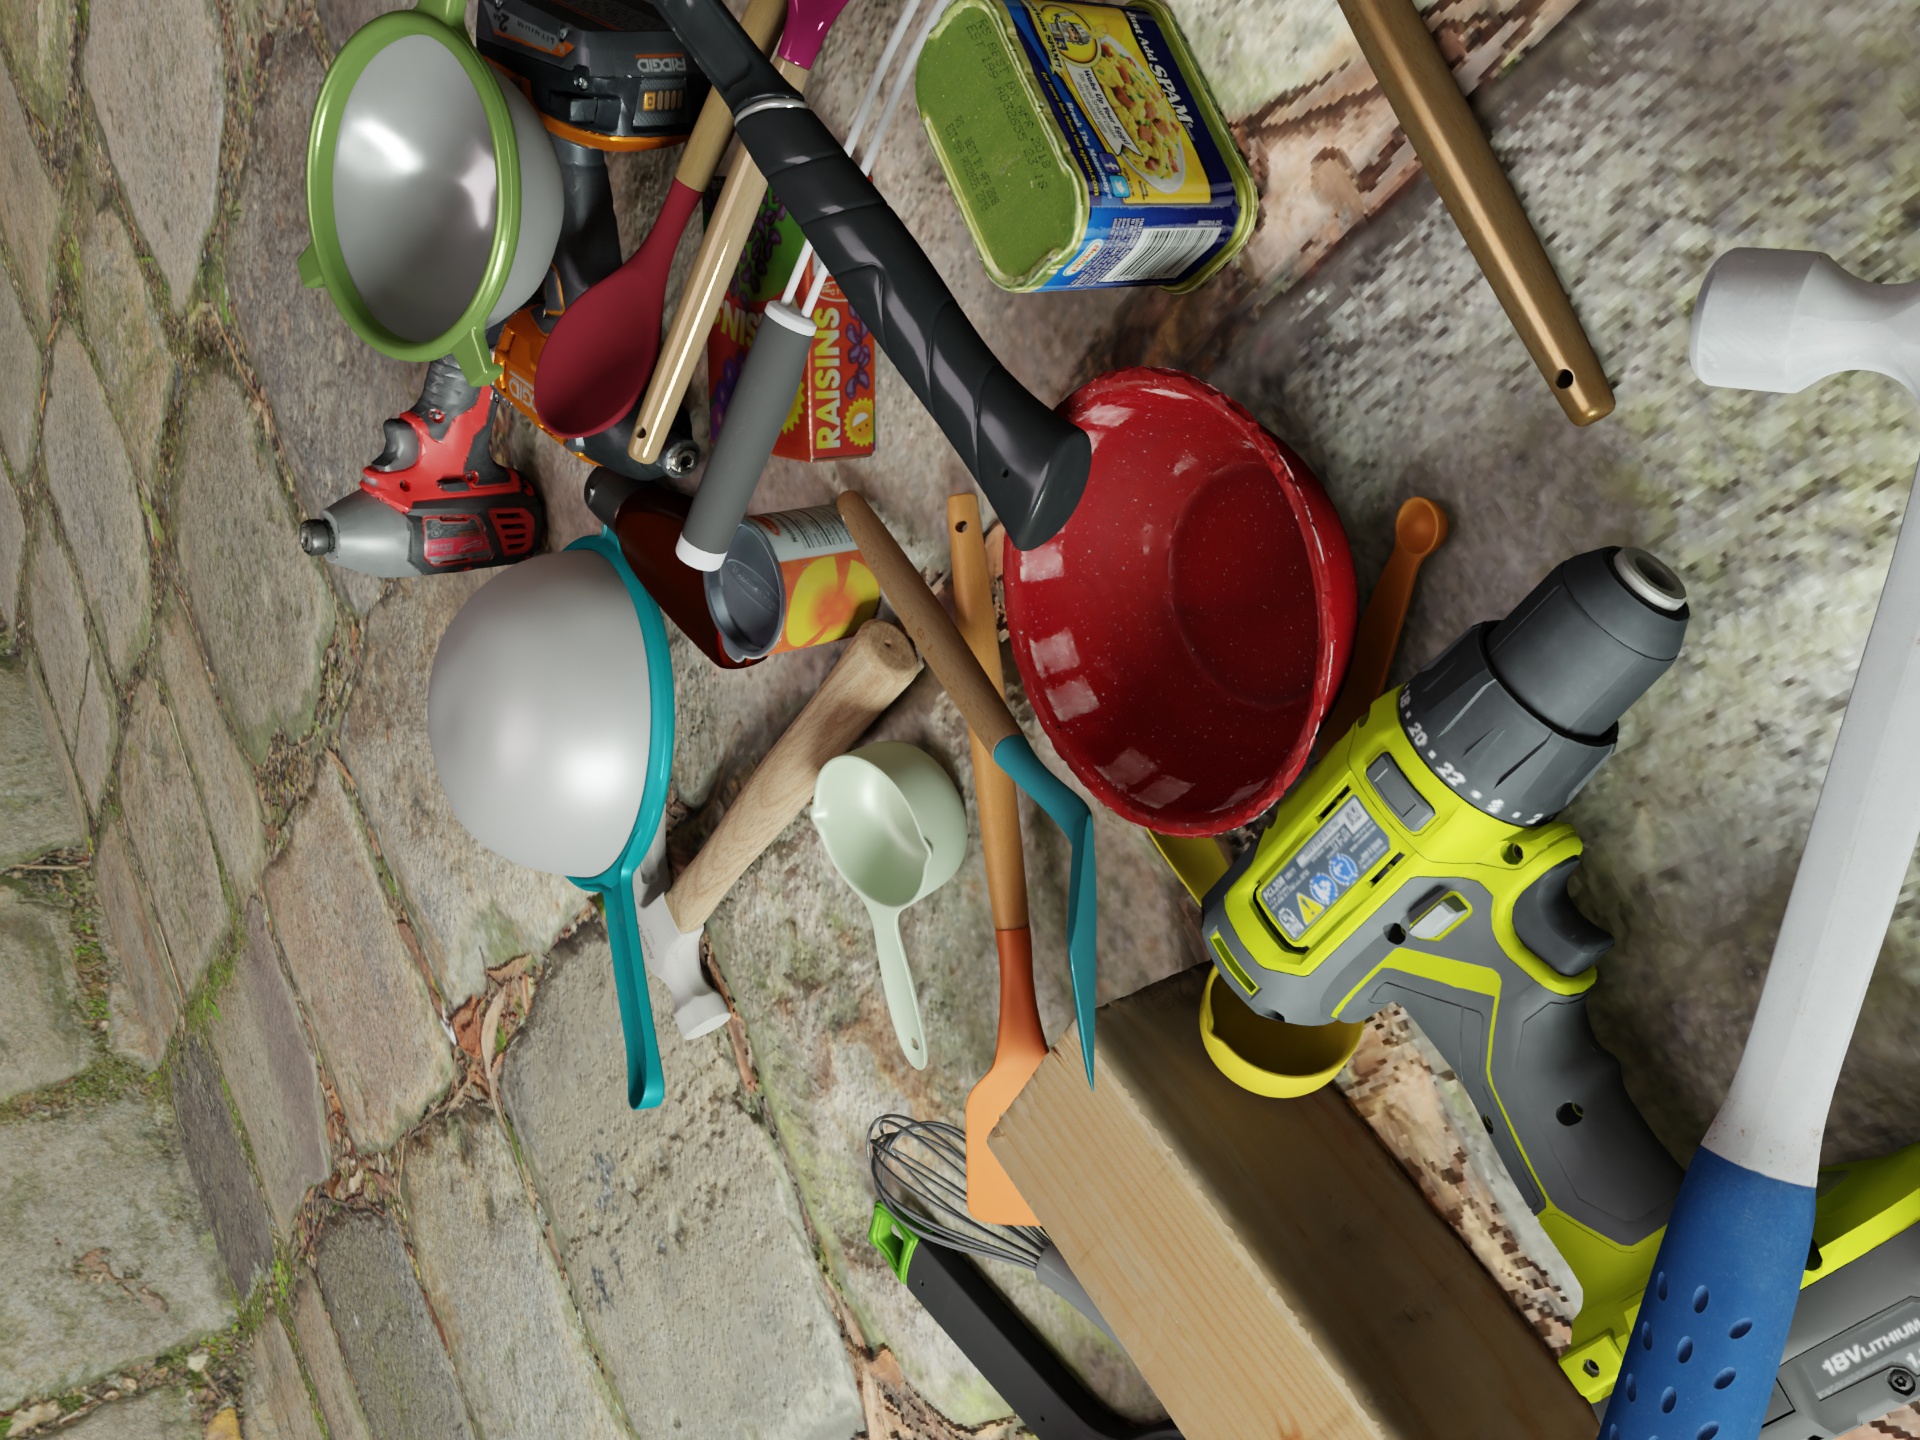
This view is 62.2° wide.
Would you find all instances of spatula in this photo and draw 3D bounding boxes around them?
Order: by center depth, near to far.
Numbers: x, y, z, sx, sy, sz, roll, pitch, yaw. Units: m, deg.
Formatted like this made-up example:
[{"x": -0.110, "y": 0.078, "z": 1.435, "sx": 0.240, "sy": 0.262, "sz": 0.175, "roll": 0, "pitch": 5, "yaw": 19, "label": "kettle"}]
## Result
[{"x": -0.001, "y": -0.002, "z": 0.629, "sx": 0.082, "sy": 0.044, "sz": 0.318, "roll": 78, "pitch": 166, "yaw": -45, "label": "spatula"}, {"x": 0.021, "y": 0.064, "z": 0.686, "sx": 0.081, "sy": 0.041, "sz": 0.322, "roll": -7, "pitch": 89, "yaw": 15, "label": "spatula"}]

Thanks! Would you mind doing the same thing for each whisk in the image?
[{"x": 0.041, "y": 0.246, "z": 0.716, "sx": 0.239, "sy": 0.055, "sz": 0.055, "roll": 25, "pitch": 120, "yaw": 39, "label": "whisk"}]

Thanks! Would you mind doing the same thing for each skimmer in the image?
[{"x": -0.061, "y": -0.212, "z": 0.617, "sx": 0.127, "sy": 0.090, "sz": 0.363, "roll": 35, "pitch": 117, "yaw": 16, "label": "skimmer"}]

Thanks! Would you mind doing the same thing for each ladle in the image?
[{"x": -0.109, "y": -0.259, "z": 0.695, "sx": 0.069, "sy": 0.031, "sz": 0.315, "roll": 45, "pitch": 117, "yaw": 26, "label": "ladle"}]

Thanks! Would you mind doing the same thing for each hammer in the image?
[{"x": 0.198, "y": 0.098, "z": 0.376, "sx": 0.144, "sy": 0.035, "sz": 0.405, "roll": 20, "pitch": 101, "yaw": 41, "label": "hammer"}, {"x": -0.083, "y": -0.231, "z": 0.578, "sx": 0.149, "sy": 0.036, "sz": 0.409, "roll": -42, "pitch": 78, "yaw": 36, "label": "hammer"}, {"x": -0.109, "y": 0.049, "z": 0.846, "sx": 0.130, "sy": 0.031, "sz": 0.331, "roll": 60, "pitch": 139, "yaw": 17, "label": "hammer"}]

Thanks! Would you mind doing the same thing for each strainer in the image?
[{"x": -0.216, "y": -0.288, "z": 0.715, "sx": 0.152, "sy": 0.069, "sz": 0.256, "roll": 31, "pitch": 114, "yaw": 29, "label": "strainer"}, {"x": -0.237, "y": 0.054, "z": 0.898, "sx": 0.211, "sy": 0.095, "sz": 0.341, "roll": -38, "pitch": 59, "yaw": 47, "label": "strainer"}]

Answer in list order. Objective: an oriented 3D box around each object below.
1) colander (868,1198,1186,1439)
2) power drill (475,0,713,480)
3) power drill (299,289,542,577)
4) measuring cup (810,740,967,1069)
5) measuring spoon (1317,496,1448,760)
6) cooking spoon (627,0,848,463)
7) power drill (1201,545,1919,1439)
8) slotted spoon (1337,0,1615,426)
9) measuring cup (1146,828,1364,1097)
[{"x": 0.056, "y": 0.362, "z": 0.694, "sx": 0.397, "sy": 0.094, "sz": 0.204, "roll": 37, "pitch": 128, "yaw": 37, "label": "colander"}, {"x": -0.178, "y": -0.237, "z": 0.802, "sx": 0.164, "sy": 0.084, "sz": 0.226, "roll": 37, "pitch": 132, "yaw": 35, "label": "power drill"}, {"x": -0.318, "y": -0.191, "z": 0.934, "sx": 0.079, "sy": 0.143, "sz": 0.219, "roll": 27, "pitch": 119, "yaw": 40, "label": "power drill"}, {"x": -0.023, "y": 0.087, "z": 0.754, "sx": 0.083, "sy": 0.038, "sz": 0.167, "roll": 12, "pitch": 120, "yaw": 44, "label": "measuring cup"}, {"x": 0.142, "y": -0.022, "z": 0.537, "sx": 0.021, "sy": 0.011, "sz": 0.116, "roll": -126, "pitch": 38, "yaw": -47, "label": "measuring spoon"}, {"x": -0.080, "y": -0.251, "z": 0.666, "sx": 0.069, "sy": 0.017, "sz": 0.318, "roll": 32, "pitch": 113, "yaw": 13, "label": "cooking spoon"}, {"x": 0.189, "y": 0.082, "z": 0.461, "sx": 0.229, "sy": 0.080, "sz": 0.190, "roll": 56, "pitch": 133, "yaw": 25, "label": "power drill"}, {"x": 0.119, "y": -0.228, "z": 0.485, "sx": 0.070, "sy": 0.031, "sz": 0.314, "roll": -36, "pitch": 76, "yaw": 50, "label": "slotted spoon"}, {"x": 0.095, "y": 0.072, "z": 0.601, "sx": 0.029, "sy": 0.062, "sz": 0.157, "roll": 93, "pitch": 155, "yaw": -51, "label": "measuring cup"}]
